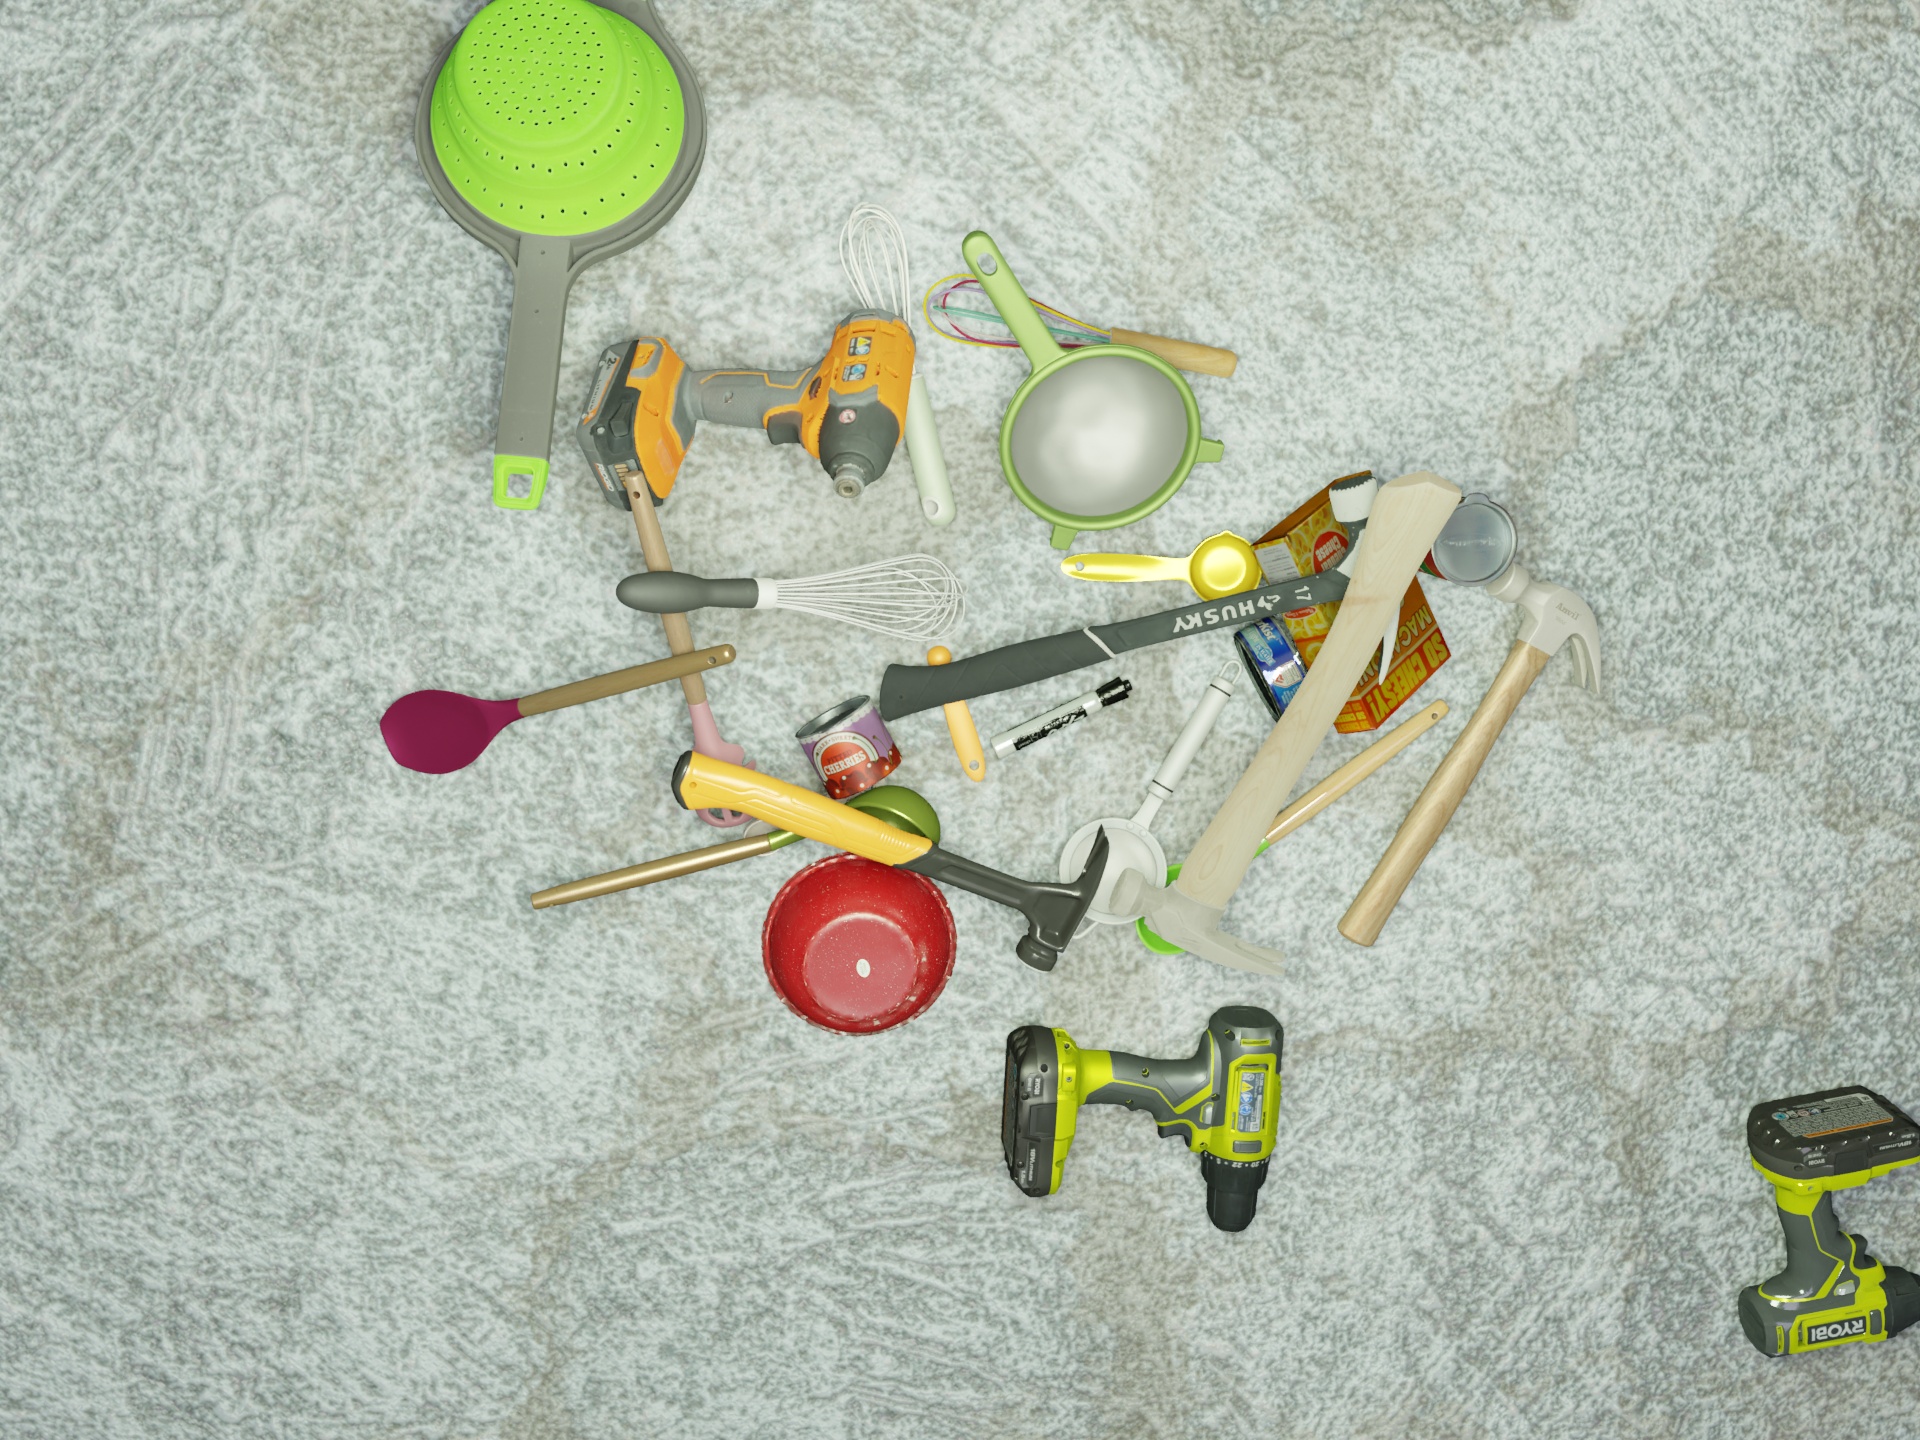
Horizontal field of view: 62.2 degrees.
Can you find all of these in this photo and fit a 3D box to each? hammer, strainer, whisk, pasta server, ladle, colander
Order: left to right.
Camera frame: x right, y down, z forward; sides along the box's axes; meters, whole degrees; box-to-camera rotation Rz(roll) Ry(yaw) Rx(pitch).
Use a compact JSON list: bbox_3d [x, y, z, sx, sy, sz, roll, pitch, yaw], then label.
[{"bbox_3d":[-0.286,-0.345,1.077,0.204,0.094,0.397,5,83,-3],"label":"colander"},{"bbox_3d":[-0.202,-0.042,1.182,0.060,0.040,0.316,-11,122,-2],"label":"pasta server"},{"bbox_3d":[-0.173,0.112,1.240,0.320,0.078,0.062,-14,58,-8],"label":"ladle"},{"bbox_3d":[-0.117,-0.094,1.168,0.284,0.070,0.070,-2,104,-33],"label":"whisk"},{"bbox_3d":[-0.054,0.087,1.204,0.336,0.034,0.127,21,111,-14],"label":"hammer"},{"bbox_3d":[-0.042,-0.266,1.200,0.058,0.059,0.246,-2,110,35],"label":"whisk"},{"bbox_3d":[0.073,-0.258,1.172,0.151,0.069,0.256,-30,121,15],"label":"strainer"},{"bbox_3d":[0.092,-0.294,1.203,0.245,0.051,0.047,9,96,-9],"label":"whisk"},{"bbox_3d":[0.126,-0.059,1.196,0.409,0.036,0.149,-14,108,18],"label":"hammer"},{"bbox_3d":[0.158,0.064,1.283,0.087,0.050,0.258,31,93,12],"label":"strainer"},{"bbox_3d":[0.256,0.010,1.158,0.146,0.038,0.410,24,118,-1],"label":"hammer"},{"bbox_3d":[0.406,0.041,1.292,0.130,0.031,0.331,24,103,-20],"label":"hammer"}]

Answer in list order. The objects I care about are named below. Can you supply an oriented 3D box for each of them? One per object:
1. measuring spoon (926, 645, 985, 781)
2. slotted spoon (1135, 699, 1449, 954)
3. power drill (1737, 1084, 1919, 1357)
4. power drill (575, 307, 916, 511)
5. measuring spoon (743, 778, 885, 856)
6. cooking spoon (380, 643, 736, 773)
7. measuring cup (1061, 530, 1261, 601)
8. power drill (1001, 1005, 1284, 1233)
[{"bbox_3d":[-0.002,-0.004,1.272,0.021,0.011,0.117,-18,102,0],"label":"measuring spoon"},{"bbox_3d":[0.271,0.083,1.302,0.314,0.031,0.070,-37,102,2],"label":"slotted spoon"},{"bbox_3d":[0.771,0.441,1.389,0.171,0.080,0.223,-11,106,-1],"label":"power drill"},{"bbox_3d":[-0.148,-0.211,1.125,0.226,0.164,0.084,-4,140,11],"label":"power drill"},{"bbox_3d":[-0.118,0.072,1.281,0.124,0.018,0.034,-25,121,-5],"label":"measuring spoon"},{"bbox_3d":[-0.307,-0.015,1.192,0.319,0.017,0.068,-13,105,22],"label":"cooking spoon"},{"bbox_3d":[0.158,-0.121,1.257,0.156,0.029,0.062,2,102,8],"label":"measuring cup"},{"bbox_3d":[0.153,0.336,1.323,0.228,0.080,0.190,2,102,-7],"label":"power drill"}]
